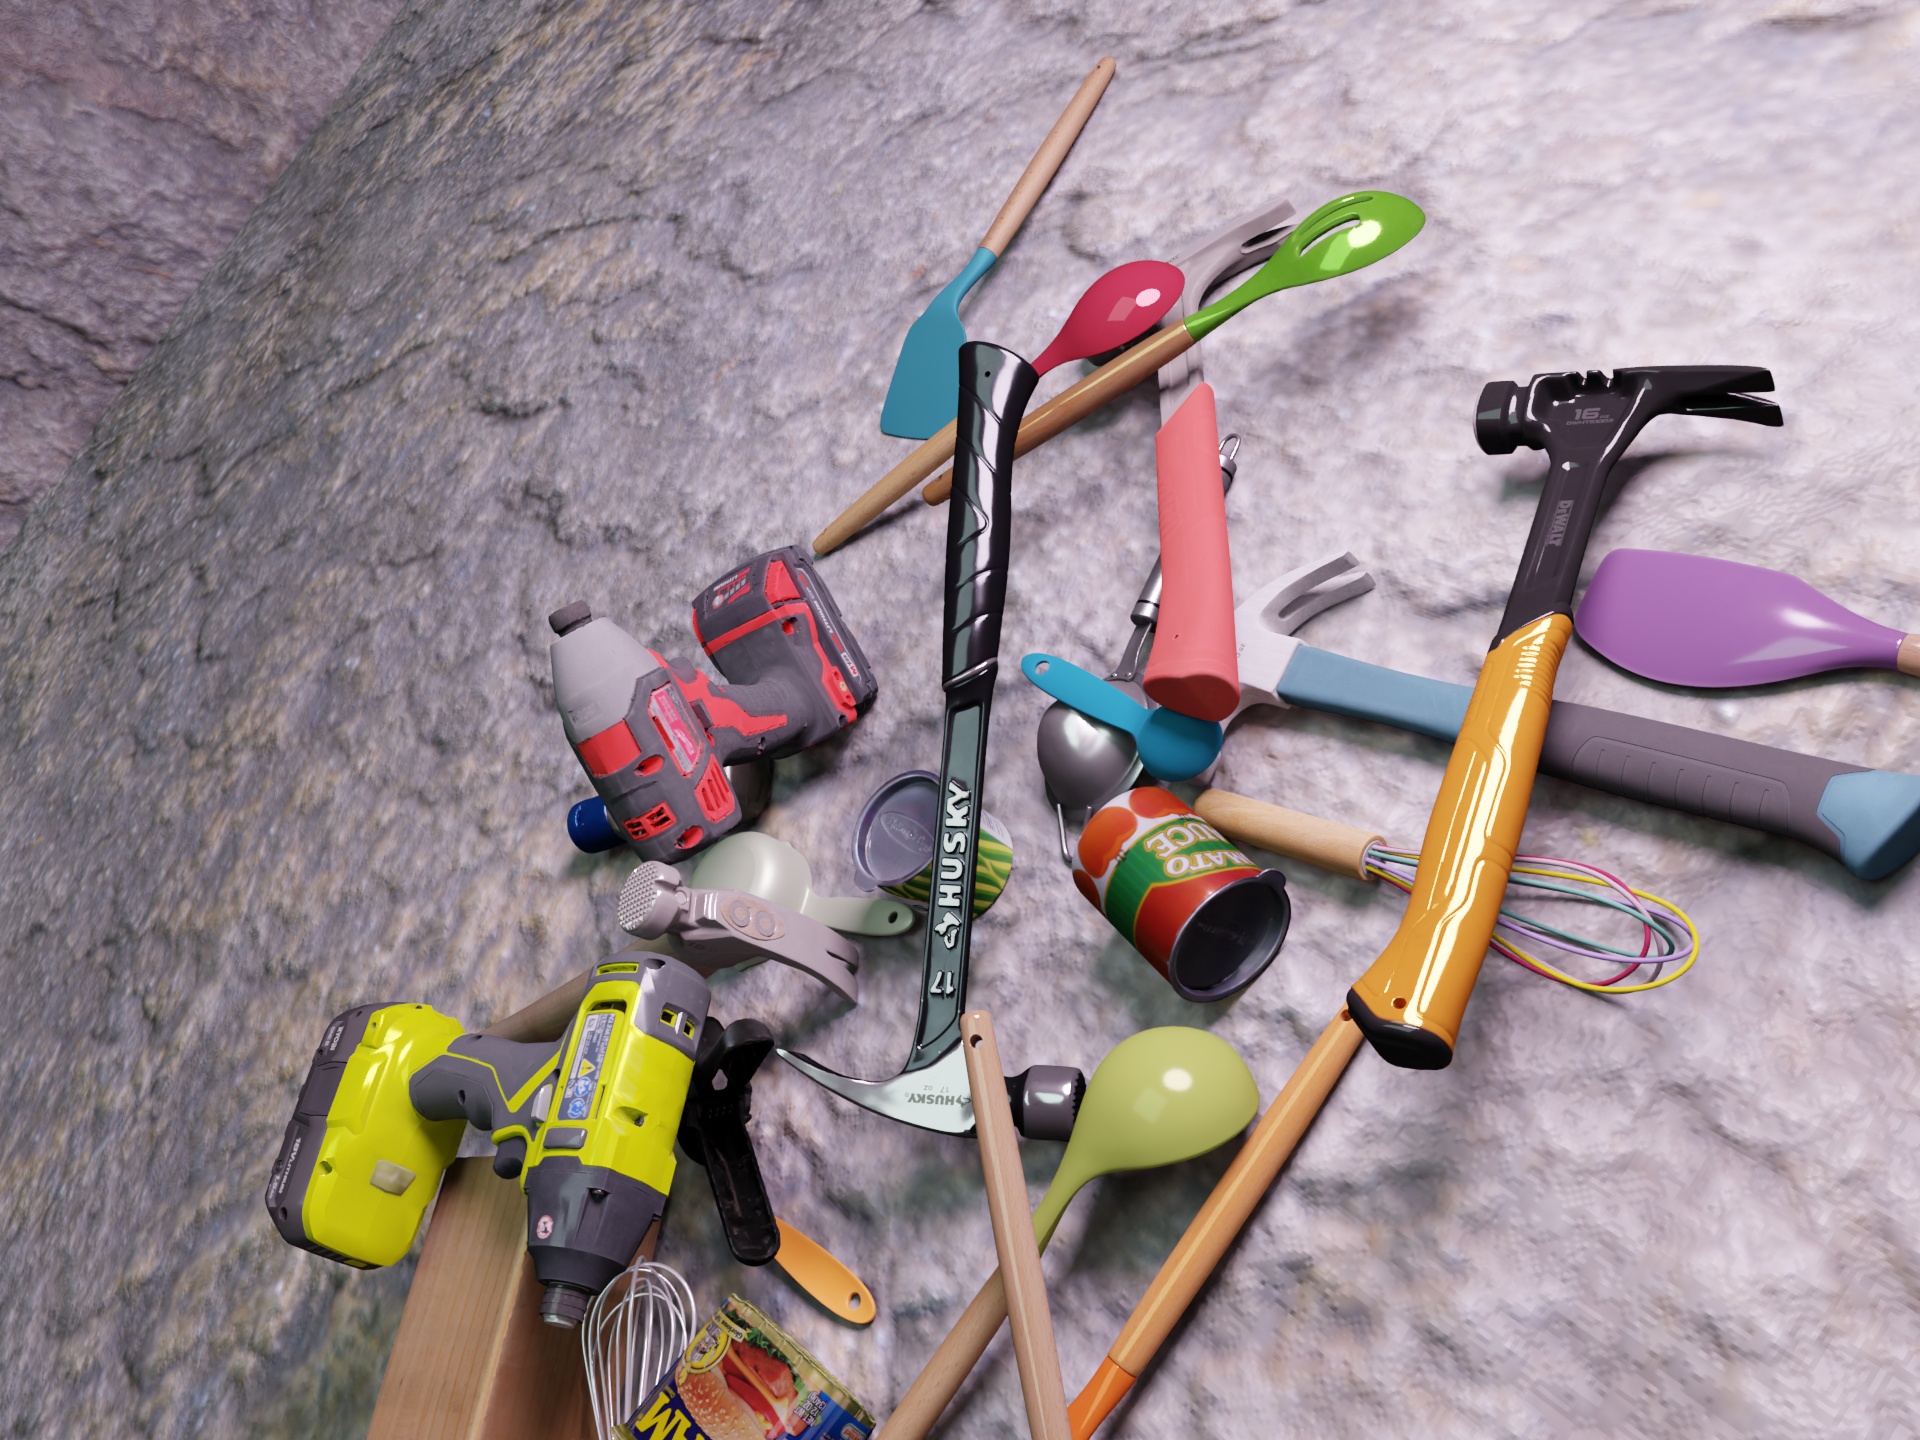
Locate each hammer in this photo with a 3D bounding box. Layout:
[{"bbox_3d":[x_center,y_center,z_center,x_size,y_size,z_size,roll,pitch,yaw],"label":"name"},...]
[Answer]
[{"bbox_3d":[0.234,-0.014,0.645,0.127,0.034,0.337,4,58,39],"label":"hammer"},{"bbox_3d":[0.129,-0.144,0.842,0.149,0.036,0.359,-25,39,27],"label":"hammer"},{"bbox_3d":[-0.240,0.185,0.944,0.410,0.146,0.038,-28,47,37],"label":"hammer"},{"bbox_3d":[0.237,0.004,0.687,0.331,0.033,0.128,18,77,46],"label":"hammer"},{"bbox_3d":[-0.001,-0.003,0.799,0.149,0.036,0.409,0,74,16],"label":"hammer"}]

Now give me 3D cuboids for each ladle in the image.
[{"bbox_3d":[0.010,-0.186,0.983,0.315,0.031,0.069,-33,34,36],"label":"ladle"},{"bbox_3d":[0.020,0.267,0.696,0.320,0.062,0.078,-57,10,6],"label":"ladle"}]

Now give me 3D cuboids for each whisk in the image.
[{"bbox_3d":[0.192,0.066,0.679,0.245,0.051,0.047,16,80,49],"label":"whisk"},{"bbox_3d":[-0.162,0.387,0.769,0.058,0.059,0.247,0,60,-2],"label":"whisk"}]

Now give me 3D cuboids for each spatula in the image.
[{"bbox_3d":[0.035,-0.334,1.103,0.082,0.044,0.317,14,68,46],"label":"spatula"},{"bbox_3d":[0.377,-0.018,0.590,0.316,0.018,0.060,19,79,48],"label":"spatula"},{"bbox_3d":[0.085,0.250,0.663,0.081,0.041,0.322,28,79,46],"label":"spatula"}]

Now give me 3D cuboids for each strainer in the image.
[{"bbox_3d":[0.095,-0.049,0.845,0.087,0.050,0.258,-1,58,57],"label":"strainer"}]

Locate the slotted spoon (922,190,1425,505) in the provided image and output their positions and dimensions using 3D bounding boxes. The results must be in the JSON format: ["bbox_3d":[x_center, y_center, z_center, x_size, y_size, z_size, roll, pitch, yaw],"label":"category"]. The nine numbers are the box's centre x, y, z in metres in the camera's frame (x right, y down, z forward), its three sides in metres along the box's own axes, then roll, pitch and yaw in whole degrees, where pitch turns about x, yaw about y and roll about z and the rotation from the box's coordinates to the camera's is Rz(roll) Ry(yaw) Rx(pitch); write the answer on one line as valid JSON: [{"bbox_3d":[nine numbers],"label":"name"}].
[{"bbox_3d":[0.104,-0.199,0.871,0.314,0.031,0.070,-29,32,25],"label":"slotted spoon"}]

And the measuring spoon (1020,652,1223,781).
[{"bbox_3d":[0.073,-0.011,0.785,0.129,0.021,0.042,30,76,38],"label":"measuring spoon"}]

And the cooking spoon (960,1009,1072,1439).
[{"bbox_3d":[0.033,0.272,0.634,0.069,0.017,0.319,-15,66,9],"label":"cooking spoon"}]

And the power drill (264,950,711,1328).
[{"bbox_3d":[-0.236,0.210,0.796,0.223,0.080,0.171,-11,53,31],"label":"power drill"}]

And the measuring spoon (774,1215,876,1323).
[{"bbox_3d":[-0.079,0.270,0.802,0.117,0.011,0.021,23,78,43],"label":"measuring spoon"}]

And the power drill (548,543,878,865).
[{"bbox_3d":[-0.141,-0.020,0.888,0.078,0.143,0.220,-25,8,27],"label":"power drill"}]

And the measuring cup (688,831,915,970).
[{"bbox_3d":[-0.095,0.102,0.905,0.168,0.038,0.083,-1,63,43],"label":"measuring cup"}]
